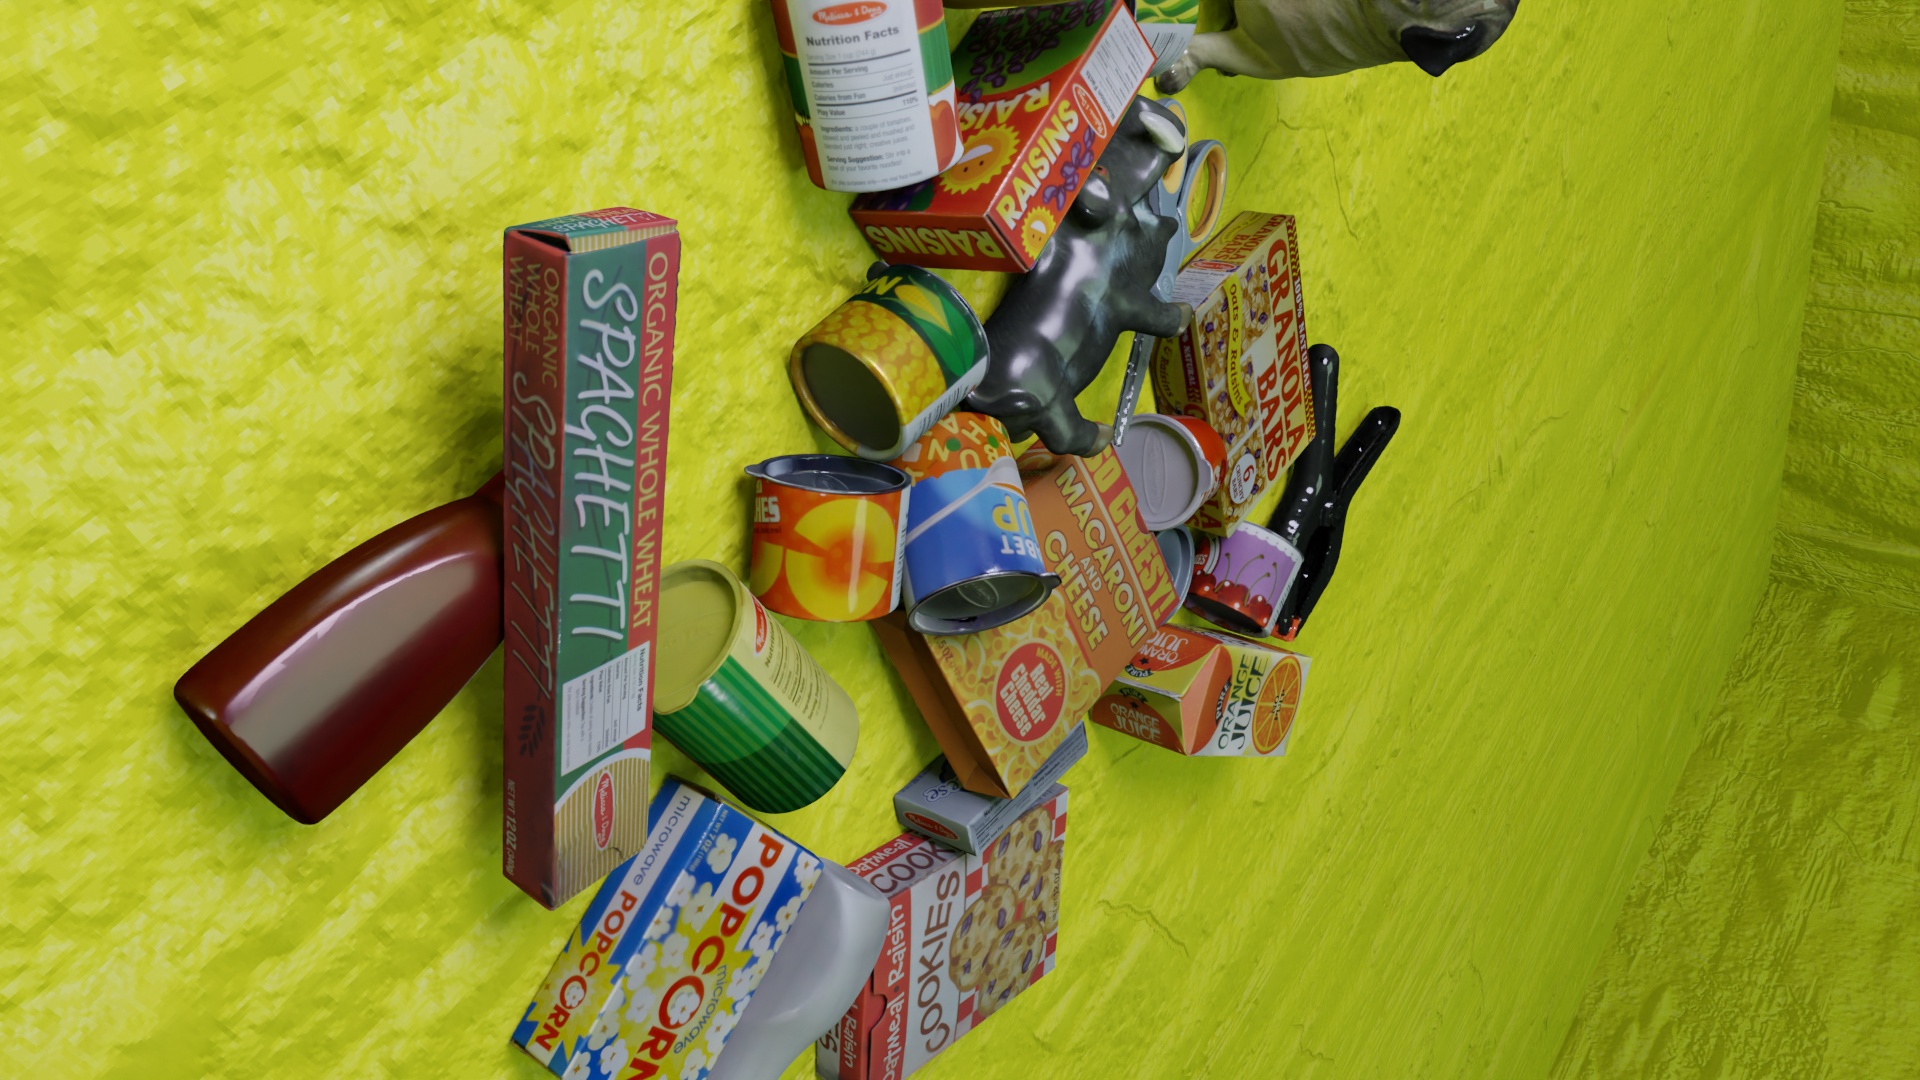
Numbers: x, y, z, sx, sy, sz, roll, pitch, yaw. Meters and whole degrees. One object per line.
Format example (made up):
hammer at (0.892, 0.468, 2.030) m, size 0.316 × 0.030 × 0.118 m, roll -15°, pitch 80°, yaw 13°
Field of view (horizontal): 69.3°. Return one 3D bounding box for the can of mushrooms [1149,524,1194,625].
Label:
can of mushrooms at (0.111, 0.020, 0.845) m, size 0.071 × 0.033 × 0.070 m, roll -25°, pitch 122°, yaw -46°

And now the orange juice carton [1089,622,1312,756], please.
orange juice carton at (0.149, 0.094, 0.892) m, size 0.193 × 0.072 × 0.073 m, roll 12°, pitch 94°, yaw -53°

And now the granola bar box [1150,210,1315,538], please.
granola bar box at (0.172, -0.104, 0.870) m, size 0.125 × 0.039 × 0.164 m, roll -44°, pitch 135°, yaw -33°

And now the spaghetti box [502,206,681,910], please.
spaghetti box at (-0.127, 0.012, 0.471) m, size 0.050 × 0.029 × 0.248 m, roll -30°, pitch 136°, yaw -53°

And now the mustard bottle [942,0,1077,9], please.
mustard bottle at (0.040, -0.242, 0.546) m, size 0.048 × 0.160 × 0.065 m, roll 37°, pitch 76°, yaw -53°

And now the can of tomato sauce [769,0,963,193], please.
can of tomato sauce at (-0.036, -0.189, 0.550) m, size 0.071 × 0.071 × 0.082 m, roll -39°, pitch 132°, yaw -37°

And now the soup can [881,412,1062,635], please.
soup can at (0.002, -0.008, 0.636) m, size 0.071 × 0.071 × 0.084 m, roll 22°, pitch 48°, yaw -53°

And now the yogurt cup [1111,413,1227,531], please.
yogurt cup at (0.121, -0.043, 0.810) m, size 0.054 × 0.072 × 0.072 m, roll -19°, pitch 119°, yaw -56°

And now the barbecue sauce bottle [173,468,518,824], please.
barbecue sauce bottle at (-0.180, 0.022, 0.466) m, size 0.149 × 0.044 × 0.064 m, roll -48°, pitch 140°, yaw -30°

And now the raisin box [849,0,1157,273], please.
raisin box at (0.018, -0.176, 0.606) m, size 0.040 × 0.086 × 0.124 m, roll 47°, pitch 66°, yaw -43°

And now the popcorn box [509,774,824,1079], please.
popcorn box at (-0.123, 0.176, 0.603) m, size 0.127 × 0.038 × 0.085 m, roll -60°, pitch 142°, yaw -16°

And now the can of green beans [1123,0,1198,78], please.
can of green beans at (0.071, -0.253, 0.660) m, size 0.058 × 0.071 × 0.071 m, roll -22°, pitch 121°, yaw -47°

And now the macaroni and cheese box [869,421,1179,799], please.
macaroni and cheese box at (0.040, 0.033, 0.729) m, size 0.167 × 0.040 × 0.123 m, roll -44°, pitch 119°, yaw -33°

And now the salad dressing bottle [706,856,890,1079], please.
salad dressing bottle at (-0.089, 0.223, 0.651) m, size 0.044 × 0.064 × 0.148 m, roll 37°, pitch 83°, yaw -47°

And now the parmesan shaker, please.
parmesan shaker at (-0.093, 0.065, 0.573) m, size 0.071 × 0.071 × 0.102 m, roll -57°, pitch 141°, yaw -20°

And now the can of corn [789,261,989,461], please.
can of corn at (-0.033, -0.078, 0.599) m, size 0.058 × 0.071 × 0.070 m, roll -45°, pitch 135°, yaw -31°

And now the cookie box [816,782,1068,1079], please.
cookie box at (-0.006, 0.214, 0.766) m, size 0.168 × 0.040 × 0.122 m, roll -18°, pitch 118°, yaw -47°

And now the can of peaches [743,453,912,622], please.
can of peaches at (-0.059, -0.002, 0.596) m, size 0.071 × 0.071 × 0.058 m, roll -13°, pitch 114°, yaw -49°

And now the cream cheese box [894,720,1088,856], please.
cream cheese box at (0.019, 0.126, 0.752) m, size 0.104 × 0.053 × 0.024 m, roll -36°, pitch 128°, yaw -39°

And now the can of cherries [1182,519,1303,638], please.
can of cherries at (0.181, 0.024, 0.914) m, size 0.071 × 0.071 × 0.058 m, roll 41°, pitch 72°, yaw -51°
